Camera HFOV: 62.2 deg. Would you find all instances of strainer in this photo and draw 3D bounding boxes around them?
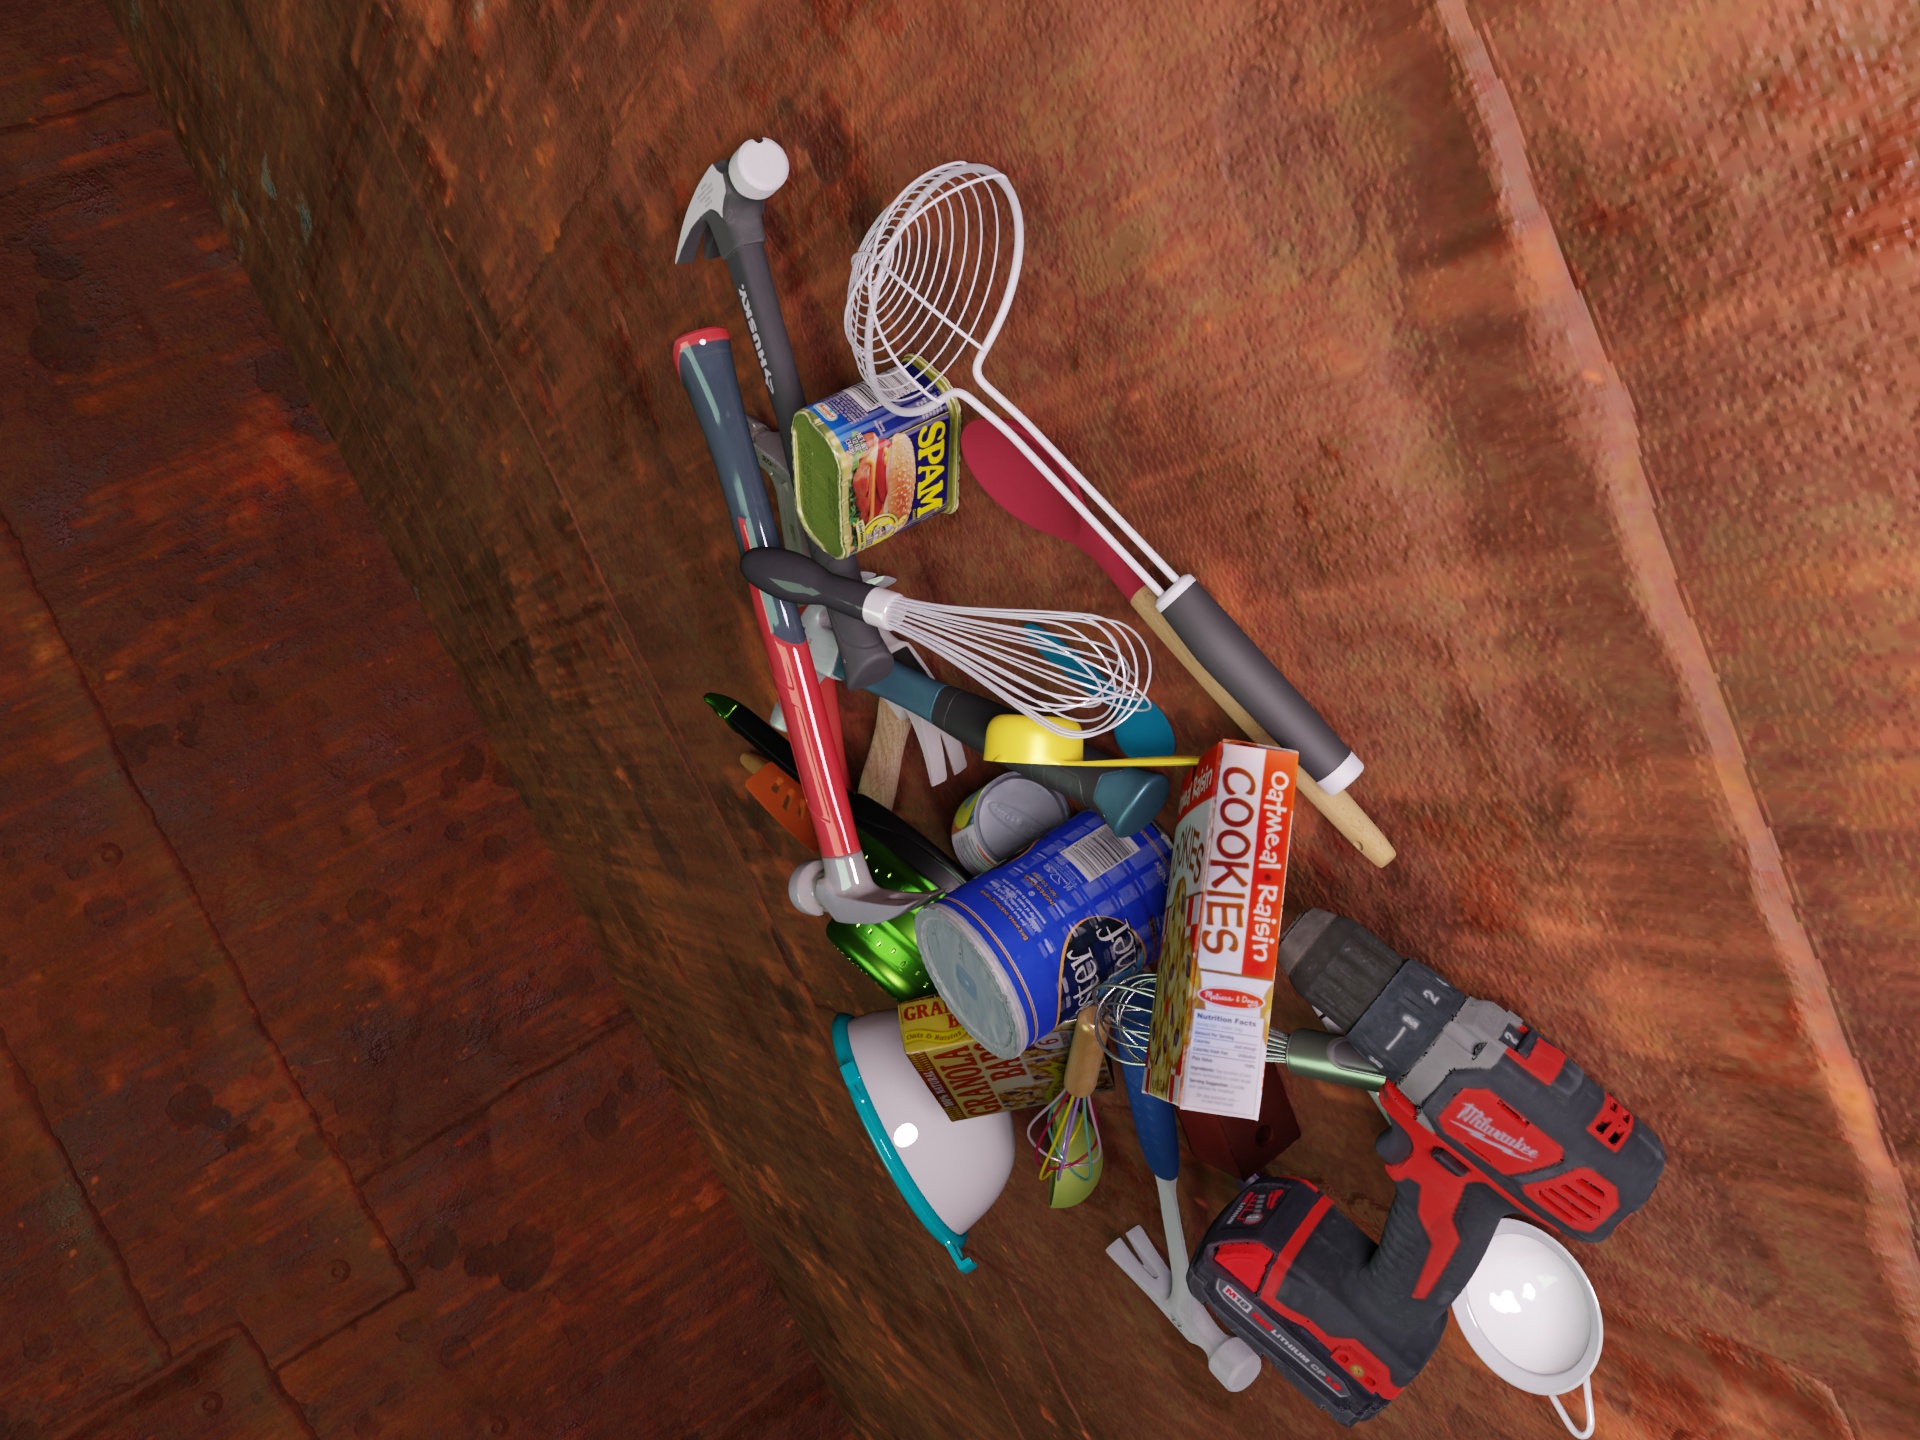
[{"bbox_3d":[-0.017,0.304,1.362,0.211,0.095,0.340,60,-177,-9],"label":"strainer"},{"bbox_3d":[0.253,0.236,0.820,0.259,0.050,0.086,58,135,20],"label":"strainer"}]

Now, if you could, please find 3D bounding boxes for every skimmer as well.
[{"bbox_3d":[0.075,-0.117,0.781,0.363,0.090,0.127,48,127,3],"label":"skimmer"}]

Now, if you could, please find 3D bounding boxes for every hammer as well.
[{"bbox_3d":[-0.106,-0.181,1.012,0.146,0.035,0.334,-3,104,64],"label":"hammer"},{"bbox_3d":[-0.105,-0.059,1.005,0.143,0.038,0.386,-6,100,55],"label":"hammer"},{"bbox_3d":[-0.002,-0.003,1.013,0.331,0.033,0.128,26,103,42],"label":"hammer"},{"bbox_3d":[0.138,0.315,1.111,0.144,0.035,0.405,38,151,44],"label":"hammer"},{"bbox_3d":[-0.060,0.043,1.239,0.130,0.031,0.331,53,156,19],"label":"hammer"},{"bbox_3d":[-0.109,-0.055,1.221,0.149,0.036,0.358,42,150,37],"label":"hammer"}]

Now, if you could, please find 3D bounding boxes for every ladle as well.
[{"bbox_3d":[0.012,0.239,1.255,0.320,0.062,0.078,56,178,3],"label":"ladle"},{"bbox_3d":[0.108,-0.047,0.809,0.316,0.031,0.069,50,158,19],"label":"ladle"}]

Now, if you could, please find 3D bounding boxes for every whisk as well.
[{"bbox_3d":[-0.017,-0.054,0.897,0.285,0.070,0.070,21,137,31],"label":"whisk"},{"bbox_3d":[0.171,0.172,0.840,0.246,0.058,0.059,4,140,41],"label":"whisk"},{"bbox_3d":[0.076,0.254,1.060,0.244,0.047,0.051,93,152,-54],"label":"whisk"}]

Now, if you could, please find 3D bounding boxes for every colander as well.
[{"bbox_3d":[-0.084,0.110,1.166,0.397,0.094,0.204,36,170,31],"label":"colander"}]

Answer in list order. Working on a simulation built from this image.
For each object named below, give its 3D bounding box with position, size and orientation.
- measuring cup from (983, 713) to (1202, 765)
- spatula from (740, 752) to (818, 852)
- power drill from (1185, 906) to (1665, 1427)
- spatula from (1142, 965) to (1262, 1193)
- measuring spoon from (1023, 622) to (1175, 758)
[{"bbox_3d":[0.078,0.011,0.870,0.156,0.062,0.029,-1,87,43],"label":"measuring cup"},{"bbox_3d":[-0.171,0.054,1.397,0.081,0.041,0.323,46,171,-14],"label":"spatula"},{"bbox_3d":[0.195,0.211,0.764,0.188,0.080,0.226,39,128,17],"label":"power drill"},{"bbox_3d":[0.165,0.254,1.041,0.316,0.018,0.060,61,156,-4],"label":"spatula"},{"bbox_3d":[0.072,-0.016,0.917,0.129,0.021,0.042,42,150,33],"label":"measuring spoon"}]
